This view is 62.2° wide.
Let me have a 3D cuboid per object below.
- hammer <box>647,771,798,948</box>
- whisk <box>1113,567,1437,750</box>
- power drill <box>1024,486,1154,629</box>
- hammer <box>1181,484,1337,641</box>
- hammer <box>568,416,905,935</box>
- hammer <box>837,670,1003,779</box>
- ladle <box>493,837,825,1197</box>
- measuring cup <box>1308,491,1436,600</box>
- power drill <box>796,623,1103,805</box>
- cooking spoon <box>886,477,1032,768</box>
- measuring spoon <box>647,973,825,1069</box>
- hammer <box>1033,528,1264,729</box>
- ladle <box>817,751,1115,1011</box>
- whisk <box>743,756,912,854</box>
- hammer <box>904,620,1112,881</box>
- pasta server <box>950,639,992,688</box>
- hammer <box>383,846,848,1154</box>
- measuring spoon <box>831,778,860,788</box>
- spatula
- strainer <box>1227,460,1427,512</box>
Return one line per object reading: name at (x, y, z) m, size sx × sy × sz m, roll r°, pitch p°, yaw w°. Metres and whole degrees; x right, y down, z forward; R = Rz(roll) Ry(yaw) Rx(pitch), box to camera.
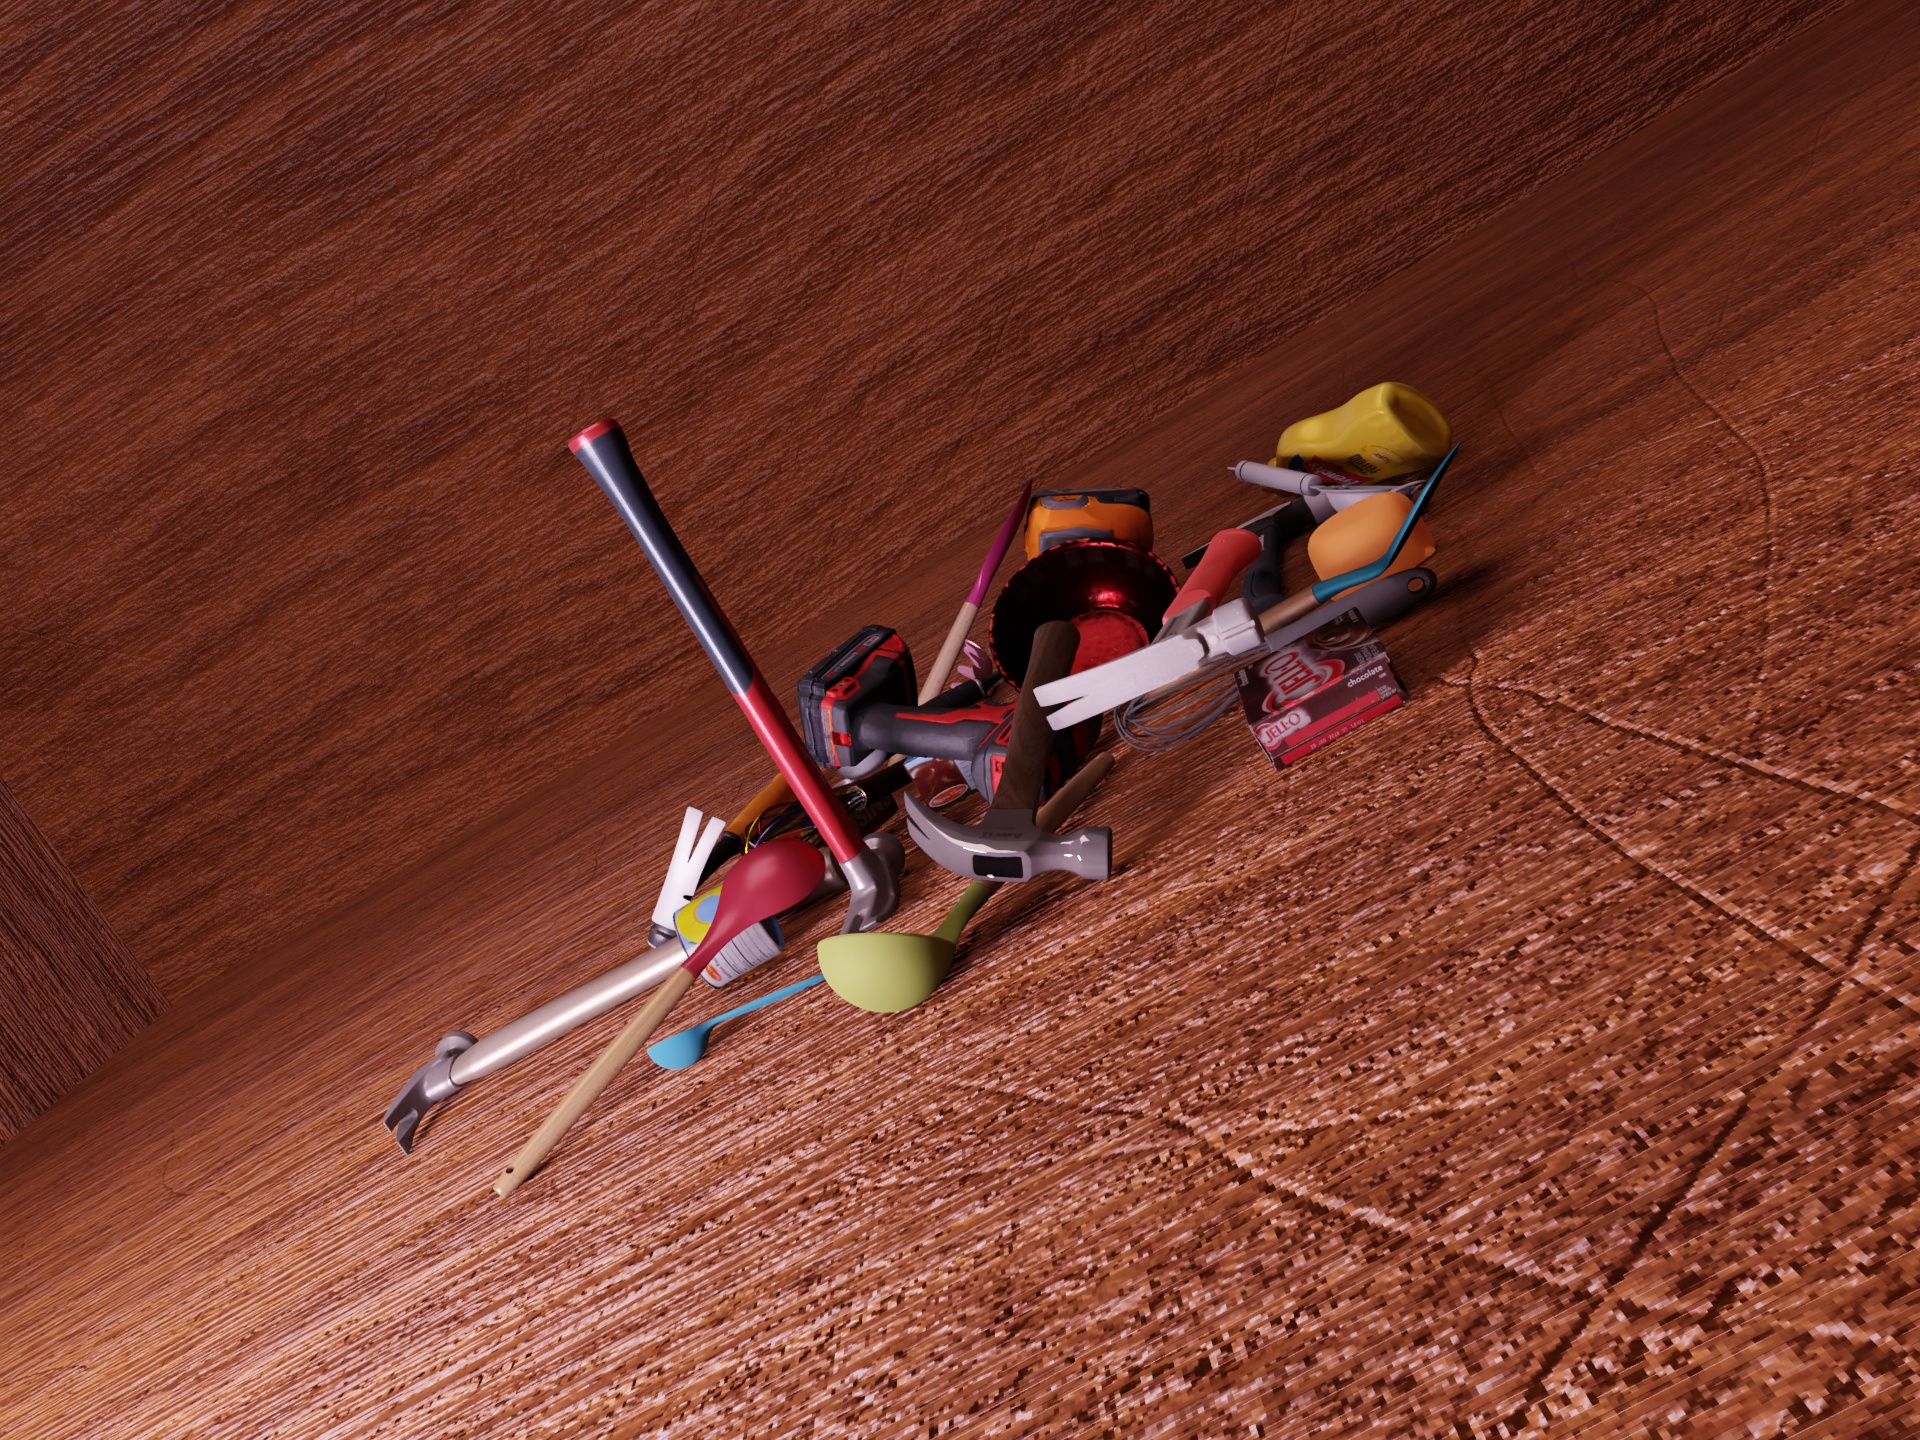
hammer at (-0.204, 0.099, 1.473) m, size 0.337 × 0.034 × 0.127 m, roll -54°, pitch -15°, yaw -74°
whisk at (0.215, -0.045, 1.085) m, size 0.239 × 0.055 × 0.055 m, roll -26°, pitch 11°, yaw 5°
power drill at (0.134, -0.136, 1.453) m, size 0.164 × 0.084 × 0.227 m, roll -1°, pitch 31°, yaw 4°
hammer at (0.252, -0.124, 1.352) m, size 0.146 × 0.035 × 0.335 m, roll -27°, pitch 12°, yaw 19°
hammer at (-0.153, -0.028, 1.085) m, size 0.038 × 0.386 × 0.143 m, roll -29°, pitch 11°, yaw 12°
hammer at (0.020, -0.034, 1.434) m, size 0.149 × 0.036 × 0.409 m, roll -23°, pitch 6°, yaw 39°
ladle at (-0.201, 0.190, 1.074) m, size 0.069 × 0.031 × 0.315 m, roll 19°, pitch 57°, yaw 36°
measuring cup at (0.281, -0.114, 1.174) m, size 0.173 × 0.052 × 0.095 m, roll -39°, pitch 13°, yaw -38°
power drill at (-0.002, -0.004, 1.208) m, size 0.220 × 0.078 × 0.143 m, roll 13°, pitch 36°, yaw 29°
cooking spoon at (0.001, -0.084, 1.485) m, size 0.068 × 0.017 × 0.319 m, roll 119°, pitch 176°, yaw -82°
measuring spoon at (-0.142, 0.199, 1.040) m, size 0.128 × 0.021 × 0.042 m, roll -23°, pitch -12°, yaw -3°
hammer at (0.163, -0.083, 1.149) m, size 0.149 × 0.036 × 0.359 m, roll -23°, pitch 9°, yaw 22°
ladle at (0.020, 0.084, 1.003) m, size 0.078 × 0.062 × 0.320 m, roll -15°, pitch 16°, yaw 38°
whisk at (-0.096, 0.066, 1.285) m, size 0.051 × 0.047 × 0.245 m, roll -26°, pitch 1°, yaw 35°
hammer at (0.046, 0.010, 1.064) m, size 0.130 × 0.031 × 0.331 m, roll 0°, pitch 27°, yaw 9°
pasta server at (-0.005, -0.004, 1.503) m, size 0.316 × 0.040 × 0.060 m, roll -66°, pitch -5°, yaw -68°
hammer at (-0.271, 0.213, 1.262) m, size 0.410 × 0.038 × 0.146 m, roll -29°, pitch 13°, yaw 11°
measuring spoon at (-0.089, 0.072, 1.466) m, size 0.034 × 0.018 × 0.124 m, roll -35°, pitch 18°, yaw -18°
spatula at (0.229, -0.087, 1.132) m, size 0.317 × 0.044 × 0.082 m, roll -34°, pitch 7°, yaw 39°
strainer at (0.311, -0.201, 1.382) m, size 0.087 × 0.050 × 0.259 m, roll -6°, pitch 18°, yaw -25°
